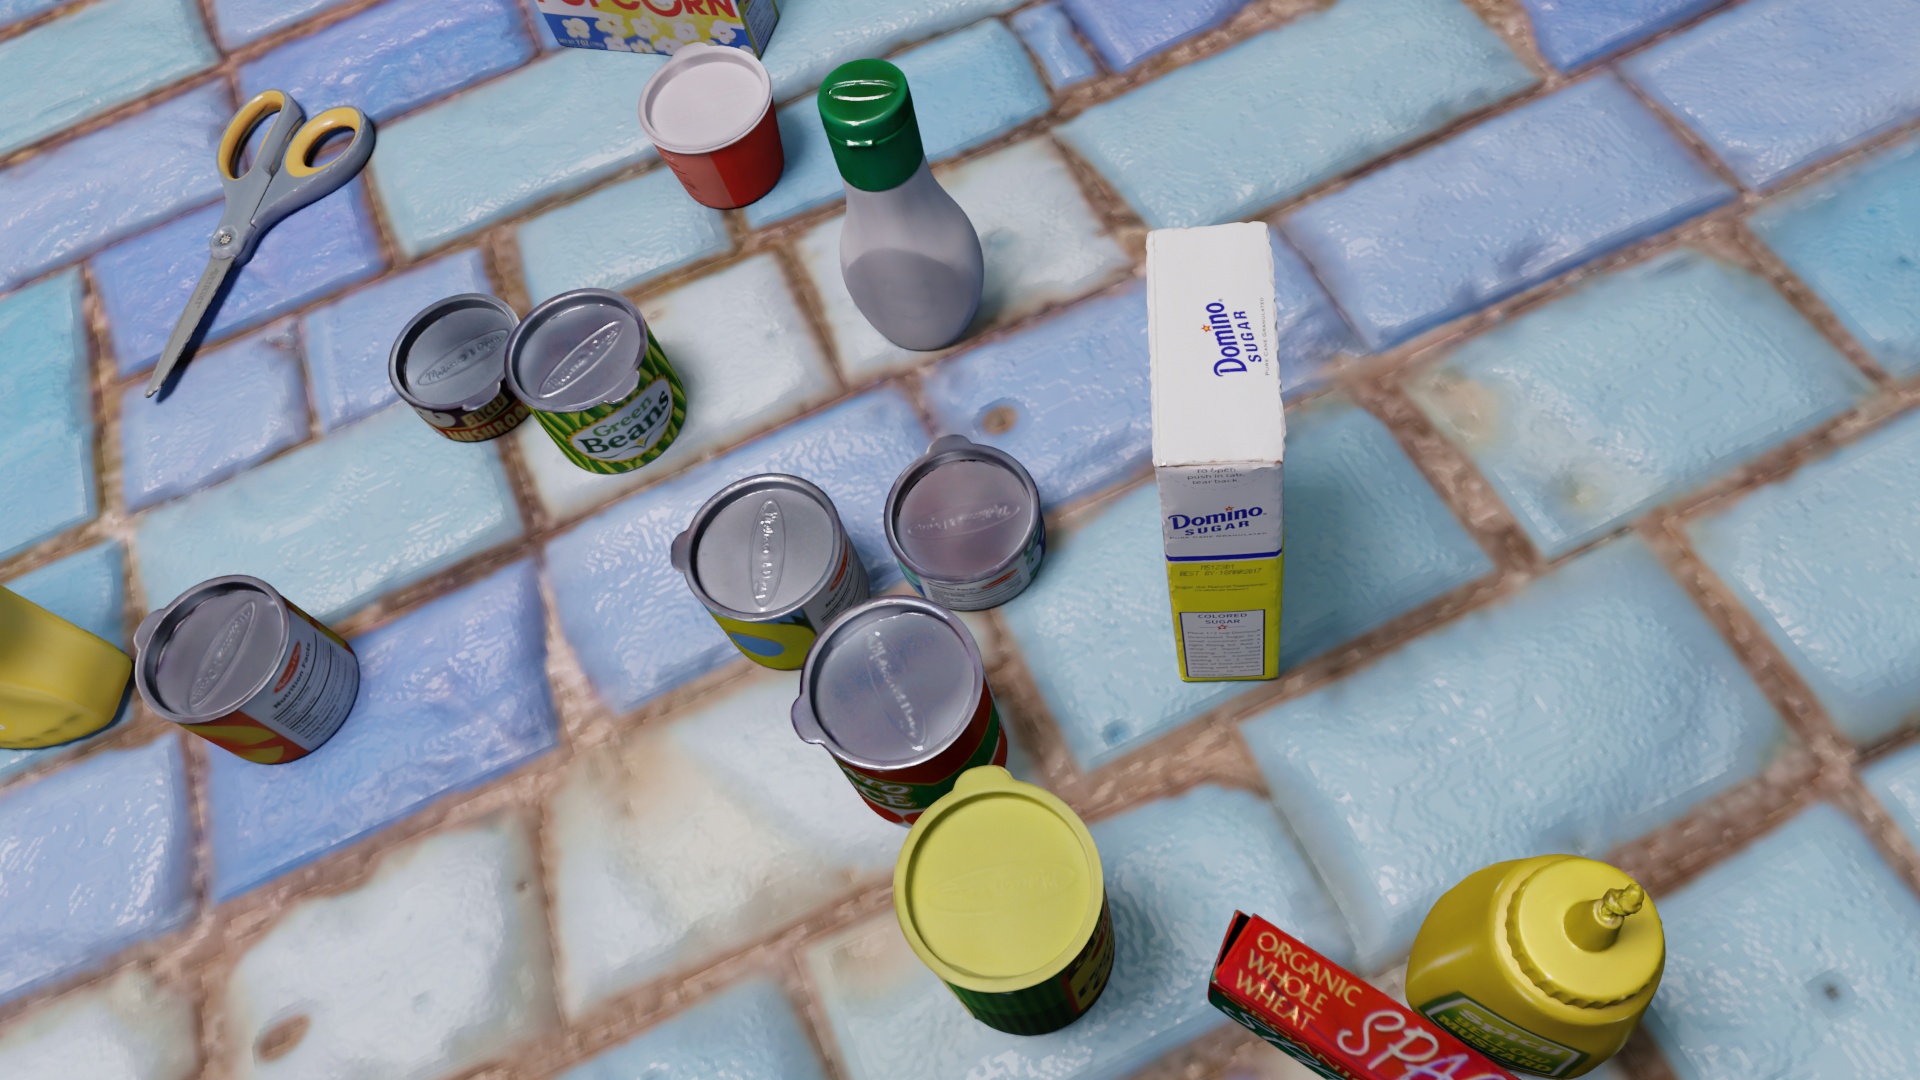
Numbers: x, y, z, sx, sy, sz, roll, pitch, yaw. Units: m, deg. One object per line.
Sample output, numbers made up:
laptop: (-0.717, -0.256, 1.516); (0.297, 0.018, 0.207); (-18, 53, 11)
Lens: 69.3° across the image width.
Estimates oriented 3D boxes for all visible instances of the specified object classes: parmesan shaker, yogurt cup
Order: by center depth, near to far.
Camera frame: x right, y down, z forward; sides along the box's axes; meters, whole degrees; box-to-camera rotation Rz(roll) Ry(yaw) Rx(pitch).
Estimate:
parmesan shaker: (0.019, 0.127, 0.479); (0.071, 0.102, 0.071); (-4, 63, 7)
yogurt cup: (-0.122, -0.206, 0.702); (0.072, 0.053, 0.072); (-4, 63, 7)

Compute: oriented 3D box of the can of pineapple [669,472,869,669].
can of pineapple: (-0.077, 0.014, 0.579); (0.071, 0.057, 0.071); (-4, 63, 7)

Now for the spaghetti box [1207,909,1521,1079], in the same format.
spaghetti box: (0.192, 0.201, 0.443); (0.250, 0.050, 0.029); (29, 71, 21)

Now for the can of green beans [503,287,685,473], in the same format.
can of green beans: (-0.166, -0.072, 0.638); (0.071, 0.057, 0.071); (-4, 63, 7)

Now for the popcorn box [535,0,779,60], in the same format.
popcorn box: (-0.171, -0.304, 0.743); (0.127, 0.085, 0.038); (9, 65, 14)

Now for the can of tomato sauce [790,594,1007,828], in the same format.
can of tomato sauce: (-0.020, 0.069, 0.527); (0.071, 0.082, 0.071); (-4, 63, 7)

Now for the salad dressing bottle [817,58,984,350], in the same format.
salad dressing bottle: (-0.027, -0.141, 0.600); (0.064, 0.147, 0.044); (2, 64, 10)

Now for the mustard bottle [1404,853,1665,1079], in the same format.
mustard bottle: (0.177, 0.127, 0.422); (0.065, 0.159, 0.049); (22, 69, 19)

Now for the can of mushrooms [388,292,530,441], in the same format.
can of mushrooms: (-0.235, -0.081, 0.667); (0.071, 0.033, 0.071); (-4, 63, 7)

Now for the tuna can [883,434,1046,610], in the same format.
tuna can: (0.002, -0.007, 0.591); (0.071, 0.032, 0.071); (-4, 63, 7)

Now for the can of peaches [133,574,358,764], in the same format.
can of peaches: (-0.304, 0.055, 0.594); (0.071, 0.058, 0.071); (-4, 63, 7)
